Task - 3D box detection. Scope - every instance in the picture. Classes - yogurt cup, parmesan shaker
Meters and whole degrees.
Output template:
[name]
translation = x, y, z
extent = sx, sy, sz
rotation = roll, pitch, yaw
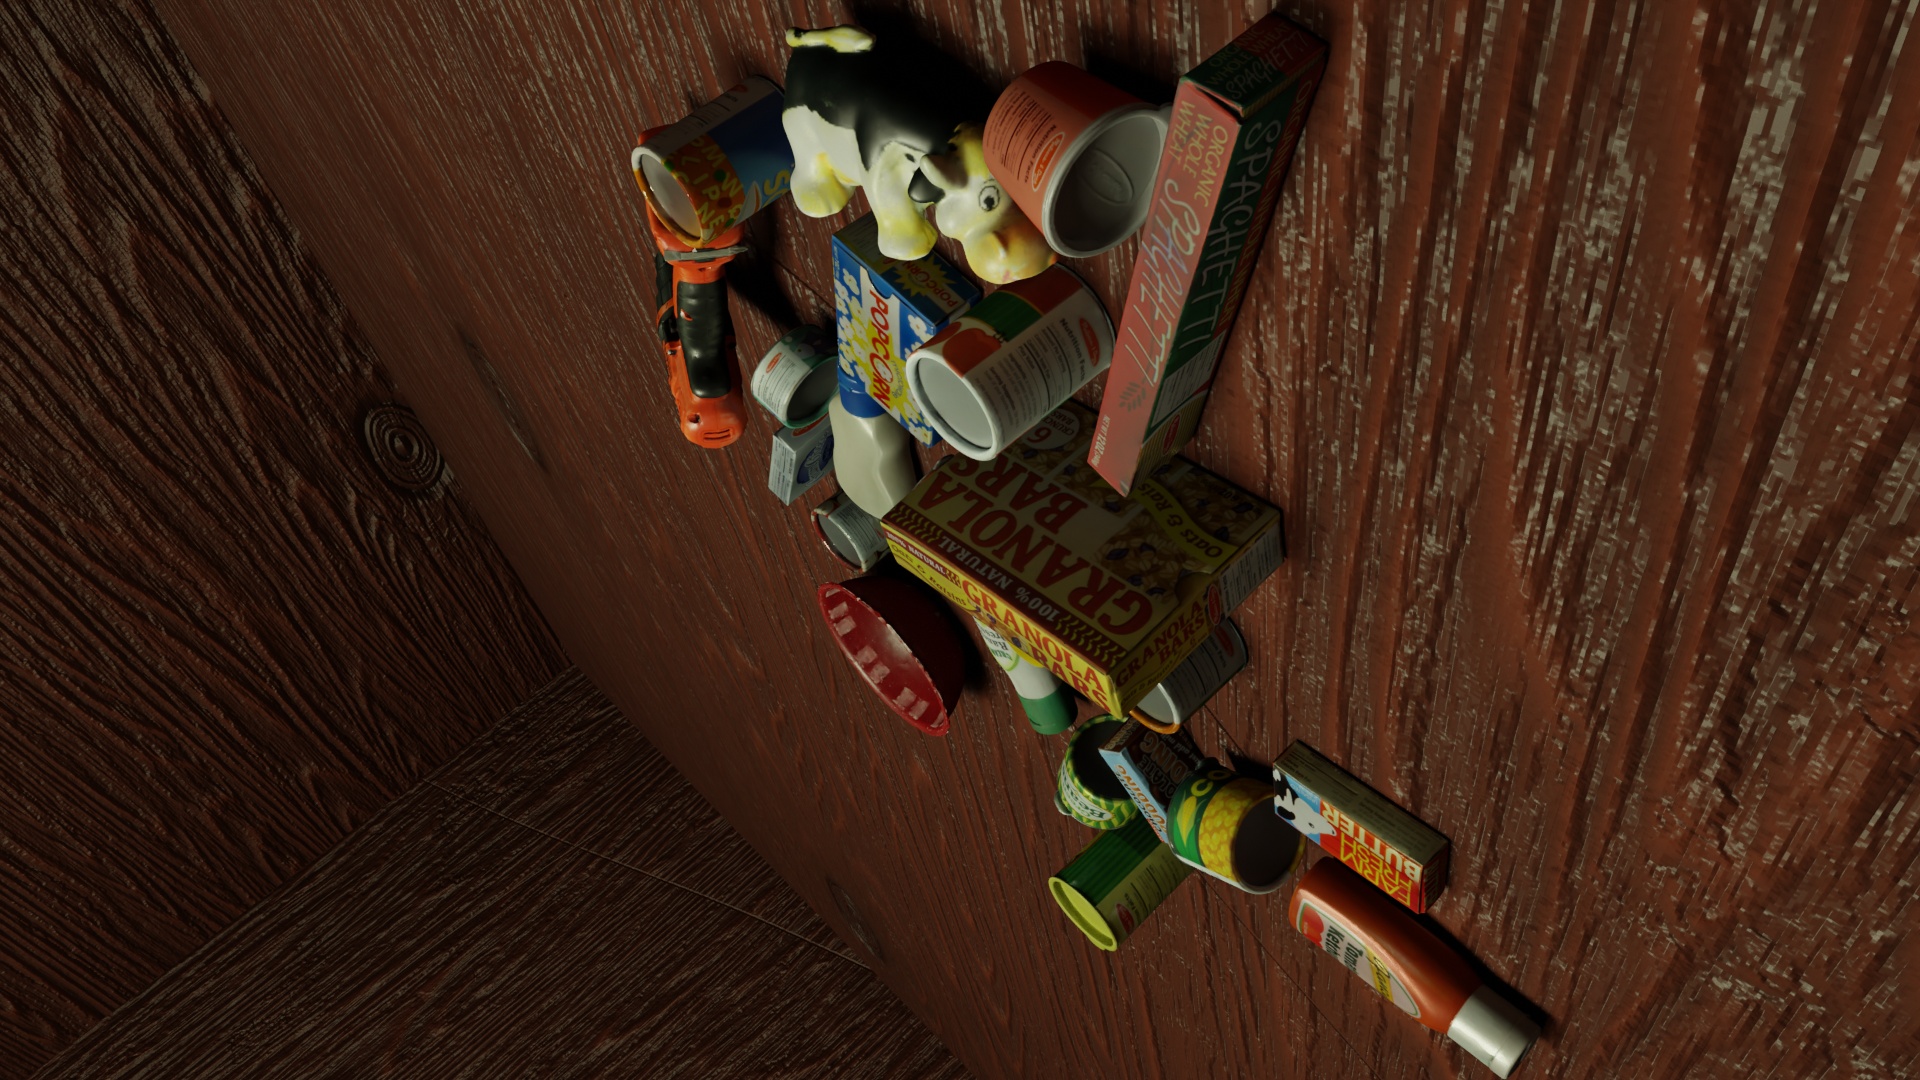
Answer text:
[yogurt cup]
translation = 0.046, -0.156, 0.560
extent = 0.054, 0.072, 0.072
rotation = 48, 160, 30
[parmesan shaker]
translation = 0.123, 0.234, 0.992
extent = 0.071, 0.103, 0.071
rotation = 42, 157, 23

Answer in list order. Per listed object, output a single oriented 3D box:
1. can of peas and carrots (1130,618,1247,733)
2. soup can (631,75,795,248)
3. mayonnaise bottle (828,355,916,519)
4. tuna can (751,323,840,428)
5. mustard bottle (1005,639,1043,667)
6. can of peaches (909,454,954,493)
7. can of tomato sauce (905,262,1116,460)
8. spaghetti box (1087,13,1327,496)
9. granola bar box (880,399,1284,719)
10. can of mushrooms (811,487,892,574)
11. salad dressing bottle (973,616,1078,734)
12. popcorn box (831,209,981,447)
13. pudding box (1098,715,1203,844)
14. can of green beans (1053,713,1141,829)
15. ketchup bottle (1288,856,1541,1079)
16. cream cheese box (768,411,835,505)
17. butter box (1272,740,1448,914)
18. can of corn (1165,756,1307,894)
[can of peas and carrots]
translation = 0.117, 0.067, 0.790
extent = 0.071, 0.059, 0.070
rotation = 42, 157, 23
[soup can]
translation = -0.134, -0.214, 0.797
extent = 0.071, 0.084, 0.071
rotation = 41, 157, 22
[mayonnaise bottle]
translation = -0.060, -0.075, 0.941
extent = 0.065, 0.041, 0.147
rotation = 40, 156, 22
[tuna can]
translation = -0.105, -0.111, 0.940
extent = 0.033, 0.071, 0.070
rotation = 42, 157, 18
[mustard bottle]
translation = 0.069, 0.023, 0.816
extent = 0.049, 0.065, 0.159
rotation = 42, 152, 7
[can of peaches]
translation = 0.003, -0.011, 0.883
extent = 0.058, 0.071, 0.071
rotation = 40, 156, 26
[can of tomato sauce]
translation = 0.024, -0.089, 0.686
extent = 0.071, 0.083, 0.071
rotation = 41, 157, 22
[spaghetti box]
translation = 0.093, -0.102, 0.570
extent = 0.029, 0.050, 0.248
rotation = 42, 157, 18
[granola bar box]
translation = 0.059, -0.001, 0.703
extent = 0.166, 0.124, 0.039
rotation = 33, 154, 37
[can of mushrooms]
translation = -0.088, -0.007, 1.118
extent = 0.071, 0.033, 0.070
rotation = 41, 157, 22
[salad dressing bottle]
translation = 0.044, 0.073, 0.969
extent = 0.064, 0.044, 0.147
rotation = 26, 148, 50
[popcorn box]
translation = -0.032, -0.121, 0.809
extent = 0.085, 0.038, 0.126
rotation = 44, 158, 19
[pudding box]
translation = 0.134, 0.154, 0.913
extent = 0.083, 0.050, 0.030
rotation = 55, 157, -12
[can of green beans]
translation = 0.103, 0.160, 0.961
extent = 0.071, 0.071, 0.057
rotation = 43, 157, 18
[ketchup bottle]
translation = 0.265, 0.251, 0.817
extent = 0.149, 0.044, 0.064
rotation = 35, 154, 34
[cream cheese box]
translation = -0.117, -0.068, 1.048
extent = 0.024, 0.053, 0.103
rotation = 45, 159, 9
[butter box]
translation = 0.222, 0.161, 0.780
extent = 0.104, 0.024, 0.053
rotation = 34, 153, 37
[can of corn]
translation = 0.170, 0.175, 0.855
extent = 0.058, 0.071, 0.071
rotation = 12, 137, 57
